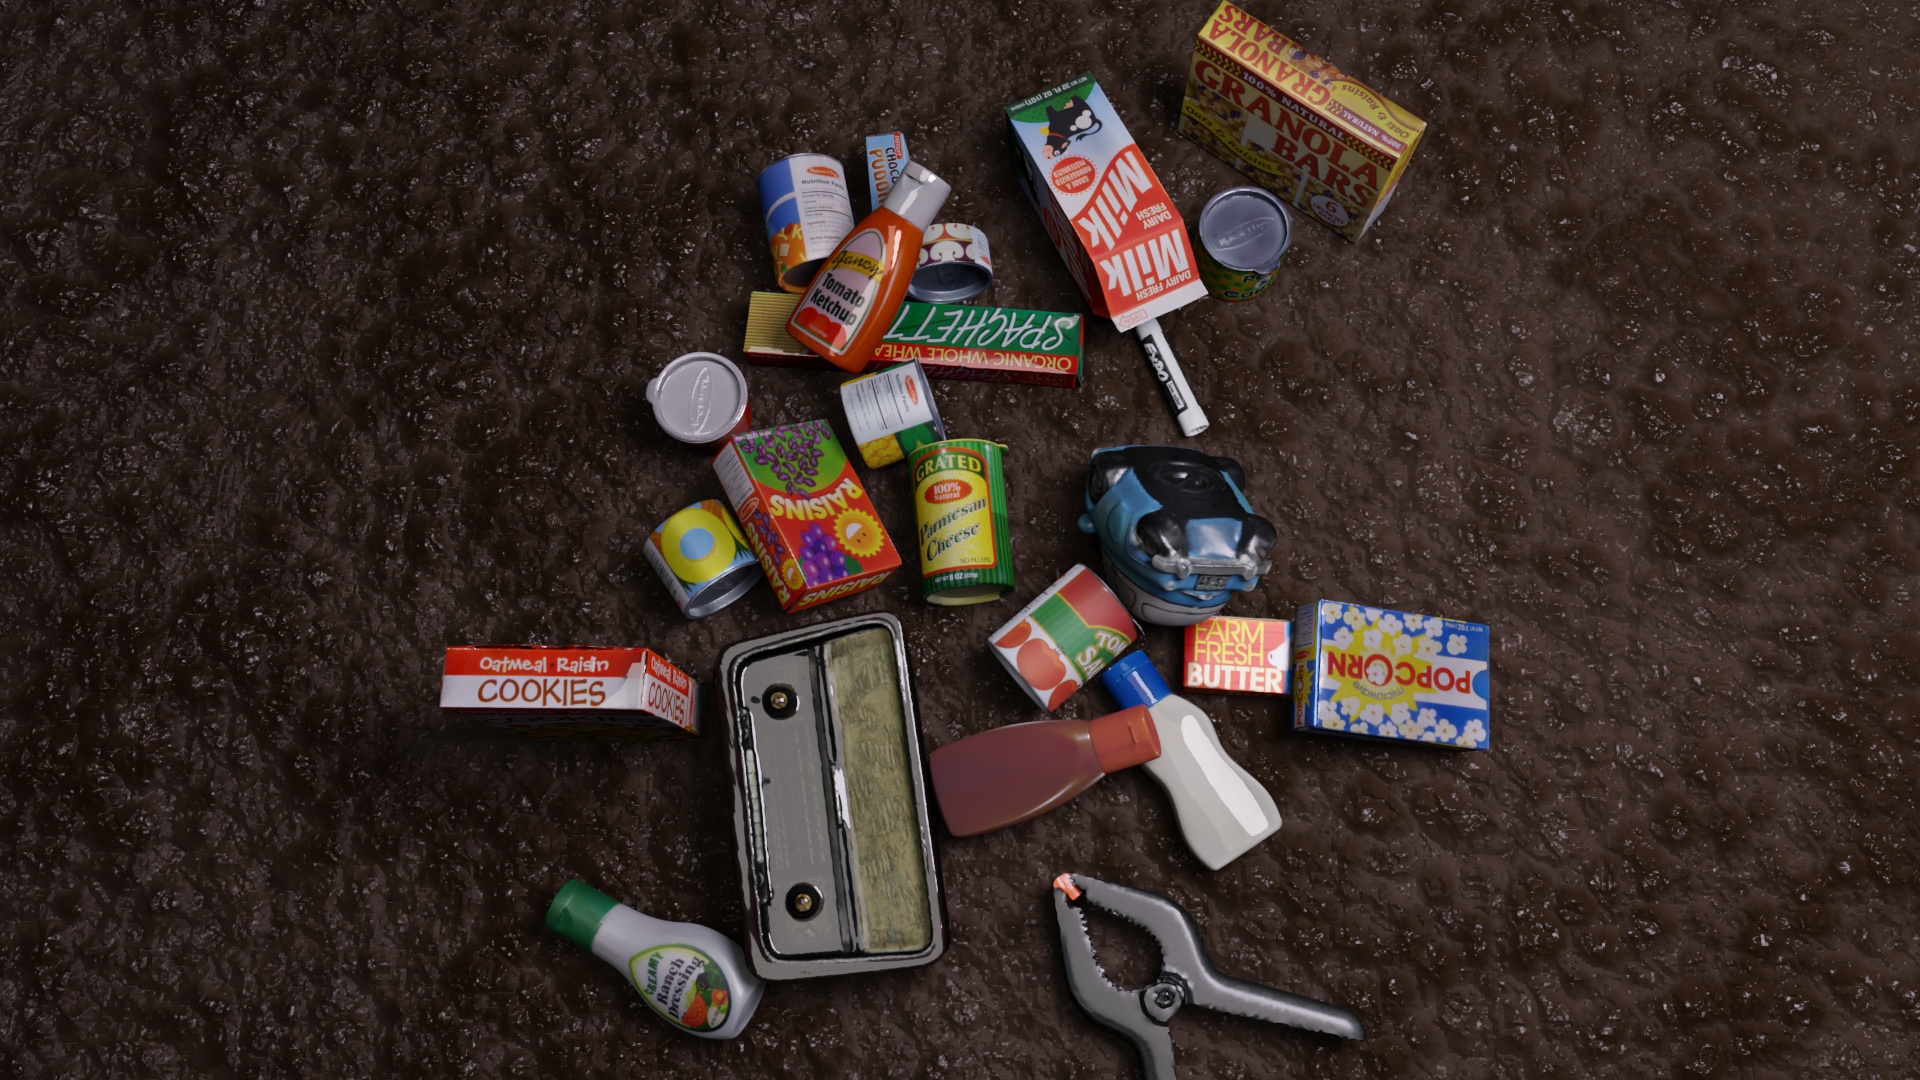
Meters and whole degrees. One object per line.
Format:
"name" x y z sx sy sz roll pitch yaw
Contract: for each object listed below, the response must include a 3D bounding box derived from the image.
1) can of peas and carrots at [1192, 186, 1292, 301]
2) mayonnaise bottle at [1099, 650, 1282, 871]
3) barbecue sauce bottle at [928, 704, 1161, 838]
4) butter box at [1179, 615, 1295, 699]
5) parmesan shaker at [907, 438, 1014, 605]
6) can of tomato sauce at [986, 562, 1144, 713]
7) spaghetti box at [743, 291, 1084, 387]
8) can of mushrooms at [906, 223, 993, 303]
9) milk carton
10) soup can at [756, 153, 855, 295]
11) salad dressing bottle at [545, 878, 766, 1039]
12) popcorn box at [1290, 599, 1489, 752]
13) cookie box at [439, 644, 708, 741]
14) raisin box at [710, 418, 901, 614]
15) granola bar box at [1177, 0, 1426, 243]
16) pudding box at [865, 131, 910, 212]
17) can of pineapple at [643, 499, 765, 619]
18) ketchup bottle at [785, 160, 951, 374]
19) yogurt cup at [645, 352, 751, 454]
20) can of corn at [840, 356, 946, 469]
"can of peas and carrots" 0.205 -0.213 1.012 0.071 0.058 0.071 -1 76 3
"mayonnaise bottle" 0.149 0.144 0.931 0.065 0.041 0.148 -33 75 -2
"barbecue sauce bottle" 0.056 0.147 0.914 0.148 0.043 0.065 -20 76 13
"butter box" 0.204 0.081 0.953 0.103 0.024 0.053 3 75 3
"parmesan shaker" 0.003 -0.012 0.965 0.071 0.071 0.103 -6 75 1
"can of tomato sauce" 0.071 0.067 0.941 0.083 0.071 0.071 -40 77 -6
"spaghetti box" -0.033 -0.148 1.023 0.250 0.028 0.050 5 77 4
"can of mushrooms" -0.013 -0.202 1.017 0.071 0.071 0.033 -6 75 1
"milk carton" 0.104 -0.237 1.004 0.072 0.073 0.191 -25 67 -4
"soup can" -0.113 -0.232 1.032 0.071 0.071 0.084 -12 76 0
"salad dressing bottle" -0.201 0.272 0.911 0.148 0.044 0.064 24 99 12
"popcorn box" 0.285 0.091 0.922 0.127 0.038 0.085 9 75 -12
"cookie box" -0.242 0.100 0.896 0.123 0.167 0.040 0 75 3
"raisin box" -0.107 -0.019 0.965 0.086 0.040 0.123 -15 70 -43
"granola bar box" 0.239 -0.297 0.999 0.166 0.124 0.039 36 79 11
"pudding box" -0.050 -0.257 1.041 0.030 0.049 0.084 -7 75 3
"can of pineapple" -0.177 0.012 0.968 0.071 0.071 0.058 -35 76 -6
"ketchup bottle" -0.060 -0.194 0.978 0.065 0.043 0.148 35 96 20
"yogurt cup" -0.183 -0.095 1.003 0.072 0.054 0.072 -1 76 3
"can of corn" -0.047 -0.089 0.989 0.058 0.071 0.071 -19 75 4
